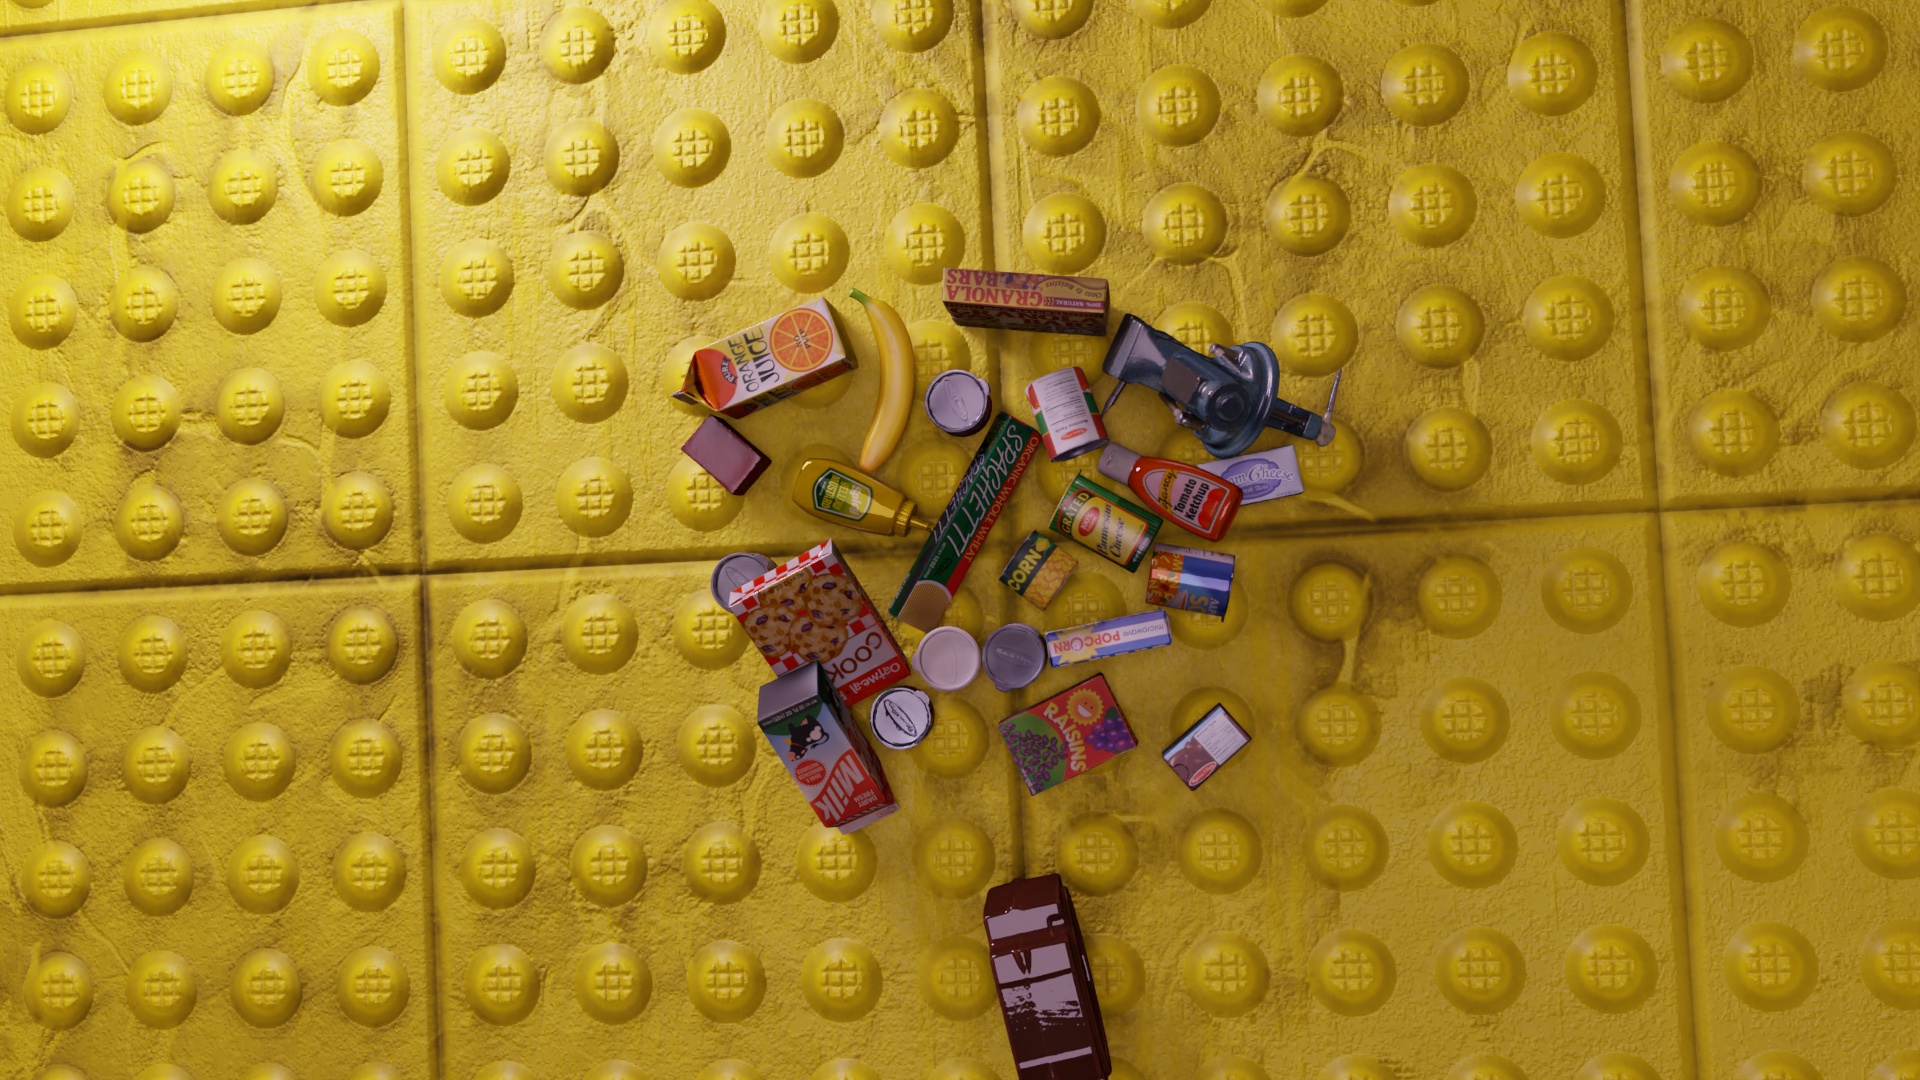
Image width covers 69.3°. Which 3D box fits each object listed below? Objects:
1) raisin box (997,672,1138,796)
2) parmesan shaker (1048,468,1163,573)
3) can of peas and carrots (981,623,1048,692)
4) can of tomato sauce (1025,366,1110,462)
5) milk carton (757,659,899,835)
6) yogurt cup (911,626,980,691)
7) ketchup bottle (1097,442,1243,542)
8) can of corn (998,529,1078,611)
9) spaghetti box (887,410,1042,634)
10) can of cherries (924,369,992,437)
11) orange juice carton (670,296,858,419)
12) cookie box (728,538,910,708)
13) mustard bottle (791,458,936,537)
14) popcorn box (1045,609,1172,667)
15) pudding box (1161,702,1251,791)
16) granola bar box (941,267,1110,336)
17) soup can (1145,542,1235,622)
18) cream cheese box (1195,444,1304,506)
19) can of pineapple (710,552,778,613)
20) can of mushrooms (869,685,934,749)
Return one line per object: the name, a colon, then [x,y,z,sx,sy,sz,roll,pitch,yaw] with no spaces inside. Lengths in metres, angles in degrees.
raisin box: [0.113,0.204,1.463,0.123,0.040,0.086,-27,85,6]
parmesan shaker: [0.153,-0.020,1.451,0.103,0.071,0.071,28,92,7]
can of peas and carrots: [0.058,0.123,1.462,0.071,0.059,0.071,0,89,7]
can of tomato sauce: [0.112,-0.132,1.461,0.071,0.071,0.083,-20,83,6]
milk carton: [-0.136,0.228,1.455,0.072,0.074,0.190,-25,115,5]
yogurt cup: [-0.010,0.124,1.473,0.072,0.054,0.072,0,88,7]
ketchup bottle: [0.215,-0.056,1.443,0.149,0.043,0.064,28,98,23]
can of corn: [0.082,0.032,1.457,0.058,0.071,0.071,36,93,6]
spaghetti box: [0.005,-0.019,1.477,0.050,0.029,0.250,28,92,-30]
can of cherries: [0.001,-0.146,1.478,0.071,0.058,0.071,0,87,7]
orange juice carton: [-0.215,-0.188,1.498,0.193,0.072,0.073,-22,85,5]
cookie box: [-0.147,0.099,1.463,0.123,0.040,0.167,-28,112,6]
mustard bottle: [-0.099,-0.039,1.491,0.160,0.049,0.065,19,93,7]
popcorn box: [0.154,0.101,1.438,0.127,0.085,0.038,-12,86,7]
pudding box: [0.256,0.215,1.450,0.083,0.030,0.049,-43,85,4]
granola bar box: [0.070,-0.245,1.440,0.165,0.124,0.039,5,88,7]
soup can: [0.237,0.043,1.440,0.084,0.071,0.071,9,90,8]
cream cheese box: [0.302,-0.064,1.457,0.104,0.024,0.053,-12,86,6]
can of pineapple: [-0.228,0.045,1.499,0.071,0.058,0.071,0,89,7]
can of mushrooms: [-0.060,0.188,1.487,0.071,0.033,0.071,0,88,7]
